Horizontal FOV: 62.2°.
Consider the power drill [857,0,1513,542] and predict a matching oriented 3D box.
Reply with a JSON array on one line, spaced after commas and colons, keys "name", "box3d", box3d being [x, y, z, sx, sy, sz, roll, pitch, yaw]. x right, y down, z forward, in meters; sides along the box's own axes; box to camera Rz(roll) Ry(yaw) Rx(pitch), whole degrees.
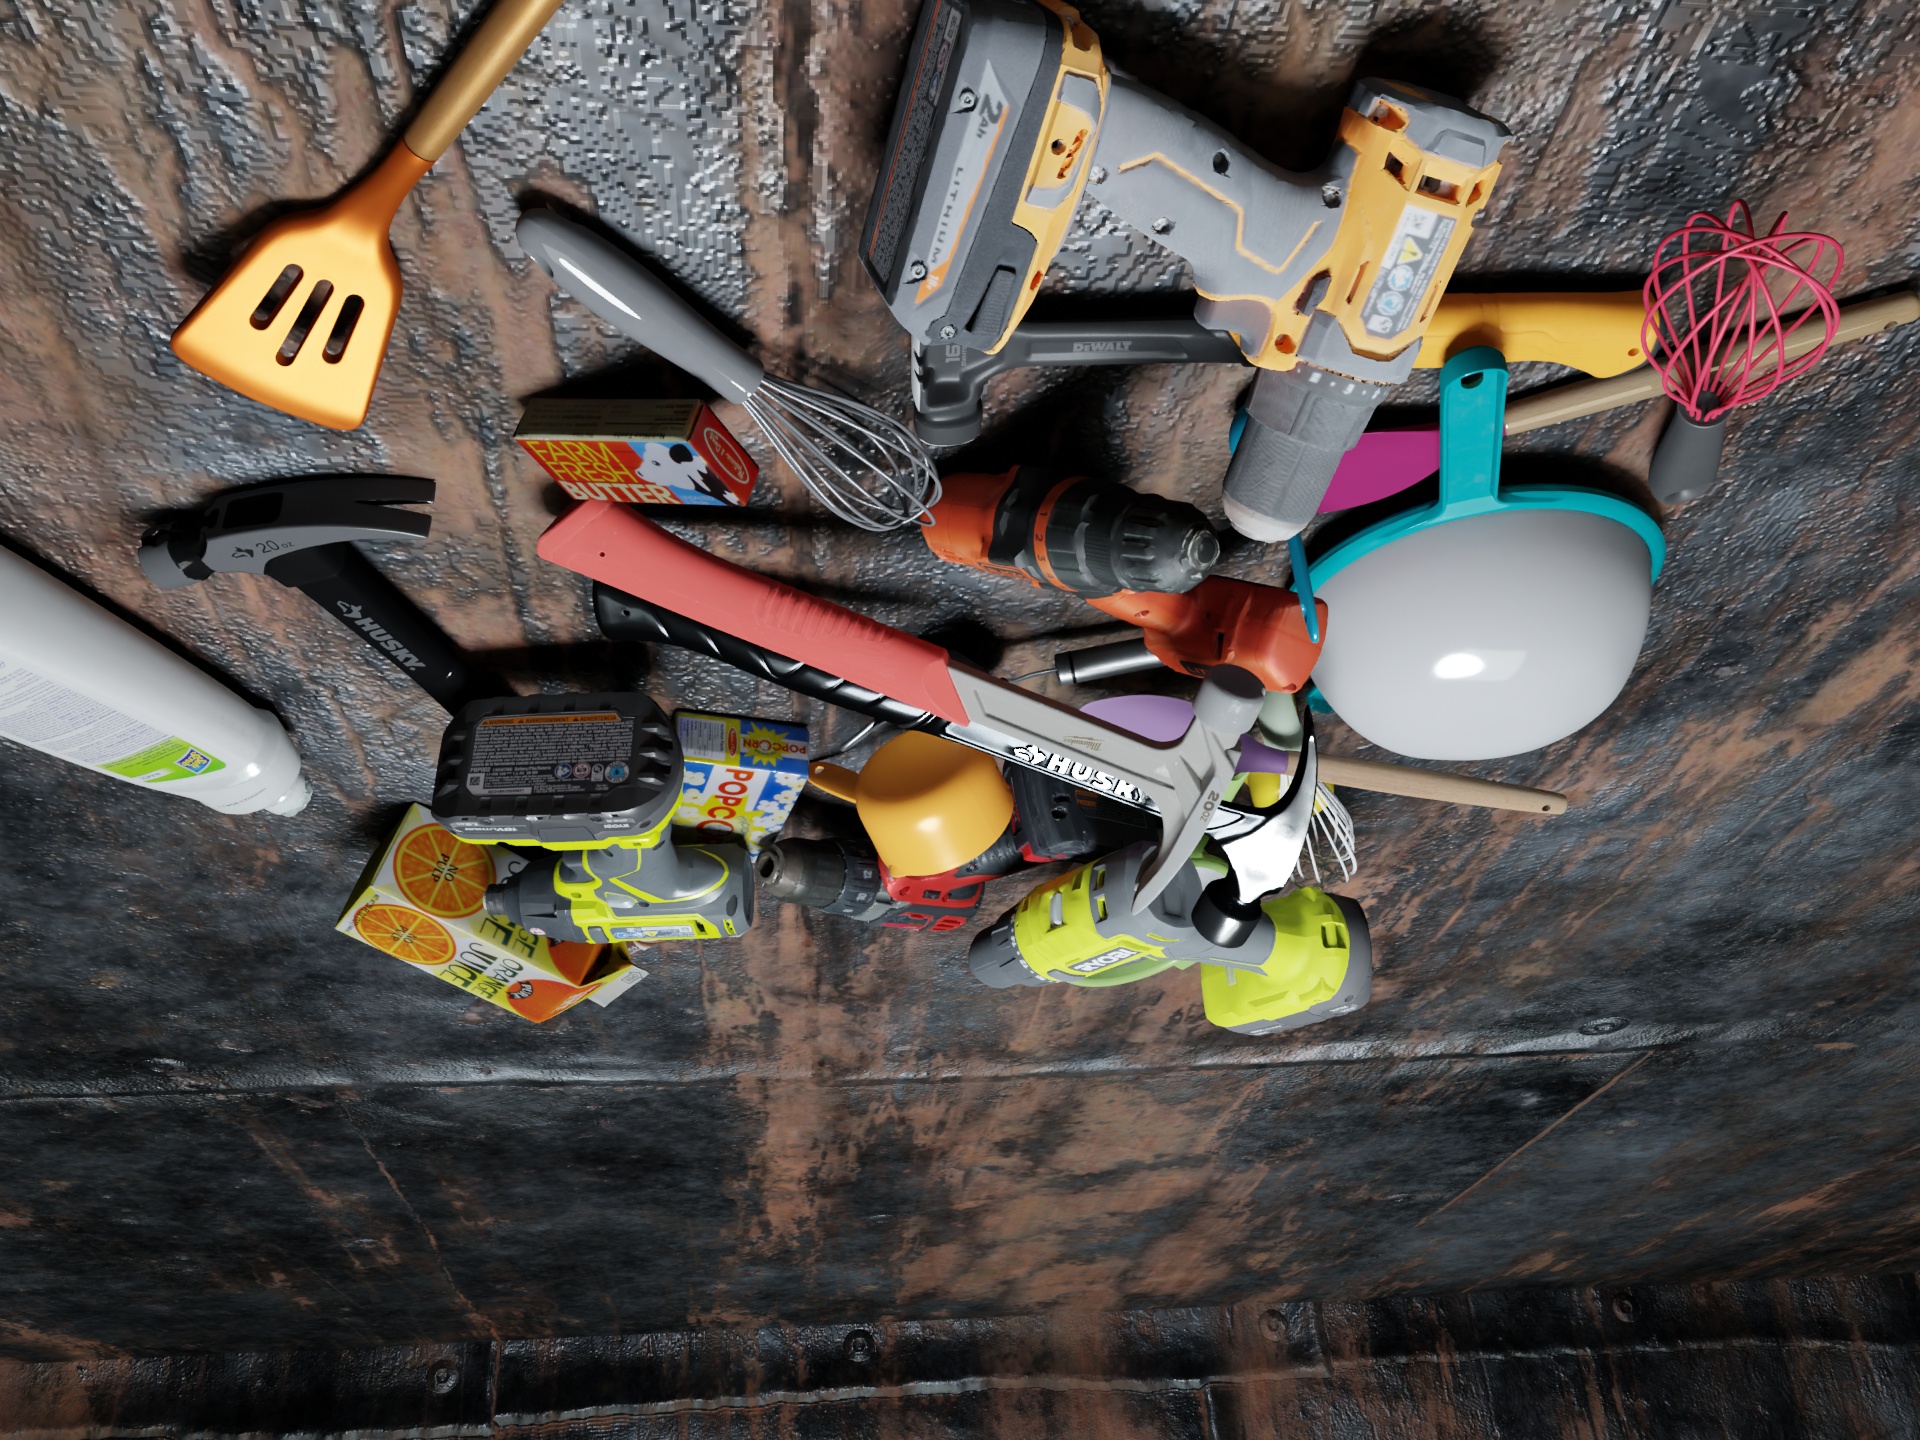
[{"name": "power drill", "box3d": [0.079, -0.168, 0.612, 0.226, 0.084, 0.185, 7, 120, -21]}]

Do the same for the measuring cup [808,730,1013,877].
[{"name": "measuring cup", "box3d": [-0.047, 0.033, 0.962, 0.174, 0.095, 0.052, 17, 143, 43]}]

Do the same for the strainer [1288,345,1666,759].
[{"name": "strainer", "box3d": [0.270, -0.059, 0.820, 0.211, 0.095, 0.340, -11, 155, 12]}]

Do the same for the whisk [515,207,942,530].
[{"name": "whisk", "box3d": [-0.095, -0.149, 0.703, 0.055, 0.055, 0.238, -28, 138, 33]}]

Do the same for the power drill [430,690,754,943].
[{"name": "power drill", "box3d": [-0.225, 0.073, 0.955, 0.171, 0.080, 0.223, -2, 150, 1]}]

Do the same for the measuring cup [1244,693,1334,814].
[{"name": "measuring cup", "box3d": [0.213, 0.024, 1.037, 0.062, 0.029, 0.156, -11, 150, 10]}]

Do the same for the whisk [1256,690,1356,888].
[{"name": "whisk", "box3d": [0.210, 0.027, 1.001, 0.059, 0.058, 0.246, -40, 135, -13]}]

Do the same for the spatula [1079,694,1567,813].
[{"name": "spatula", "box3d": [0.220, 0.027, 0.961, 0.316, 0.018, 0.059, 9, 126, -9]}]

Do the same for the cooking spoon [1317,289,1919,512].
[{"name": "cooking spoon", "box3d": [0.289, -0.153, 0.770, 0.319, 0.017, 0.068, -14, 153, 16]}]

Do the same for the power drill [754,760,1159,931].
[{"name": "power drill", "box3d": [-0.004, 0.081, 1.042, 0.226, 0.080, 0.187, -26, 154, 36]}]

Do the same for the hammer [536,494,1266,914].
[{"name": "hammer", "box3d": [-0.039, -0.023, 0.798, 0.359, 0.037, 0.149, 21, 126, -2]}]

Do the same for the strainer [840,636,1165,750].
[{"name": "strainer", "box3d": [0.052, -0.030, 0.916, 0.258, 0.050, 0.087, -11, 178, 5]}]

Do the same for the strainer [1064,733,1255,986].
[{"name": "strainer", "box3d": [0.137, 0.086, 1.108, 0.151, 0.069, 0.256, -1, 136, -26]}]

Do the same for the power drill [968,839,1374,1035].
[{"name": "power drill", "box3d": [0.135, 0.148, 1.039, 0.228, 0.080, 0.190, 16, 151, -31]}]

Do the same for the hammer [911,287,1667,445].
[{"name": "hammer", "box3d": [0.147, -0.176, 0.701, 0.337, 0.034, 0.127, -2, 150, -4]}]

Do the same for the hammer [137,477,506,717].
[{"name": "hammer", "box3d": [-0.283, -0.024, 0.896, 0.146, 0.035, 0.334, -12, 148, 14]}]

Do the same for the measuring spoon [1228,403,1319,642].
[{"name": "measuring spoon", "box3d": [0.145, -0.093, 0.743, 0.021, 0.129, 0.042, -9, 158, 3]}]

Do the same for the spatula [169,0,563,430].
[{"name": "spatula", "box3d": [-0.186, -0.220, 0.581, 0.081, 0.041, 0.322, 24, 138, -37]}]

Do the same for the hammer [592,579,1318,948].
[{"name": "hammer", "box3d": [-0.001, -0.003, 0.852, 0.409, 0.036, 0.149, 21, 121, -6]}]

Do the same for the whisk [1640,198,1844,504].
[{"name": "whisk", "box3d": [0.329, -0.146, 0.699, 0.073, 0.073, 0.295, -14, 166, 16]}]
